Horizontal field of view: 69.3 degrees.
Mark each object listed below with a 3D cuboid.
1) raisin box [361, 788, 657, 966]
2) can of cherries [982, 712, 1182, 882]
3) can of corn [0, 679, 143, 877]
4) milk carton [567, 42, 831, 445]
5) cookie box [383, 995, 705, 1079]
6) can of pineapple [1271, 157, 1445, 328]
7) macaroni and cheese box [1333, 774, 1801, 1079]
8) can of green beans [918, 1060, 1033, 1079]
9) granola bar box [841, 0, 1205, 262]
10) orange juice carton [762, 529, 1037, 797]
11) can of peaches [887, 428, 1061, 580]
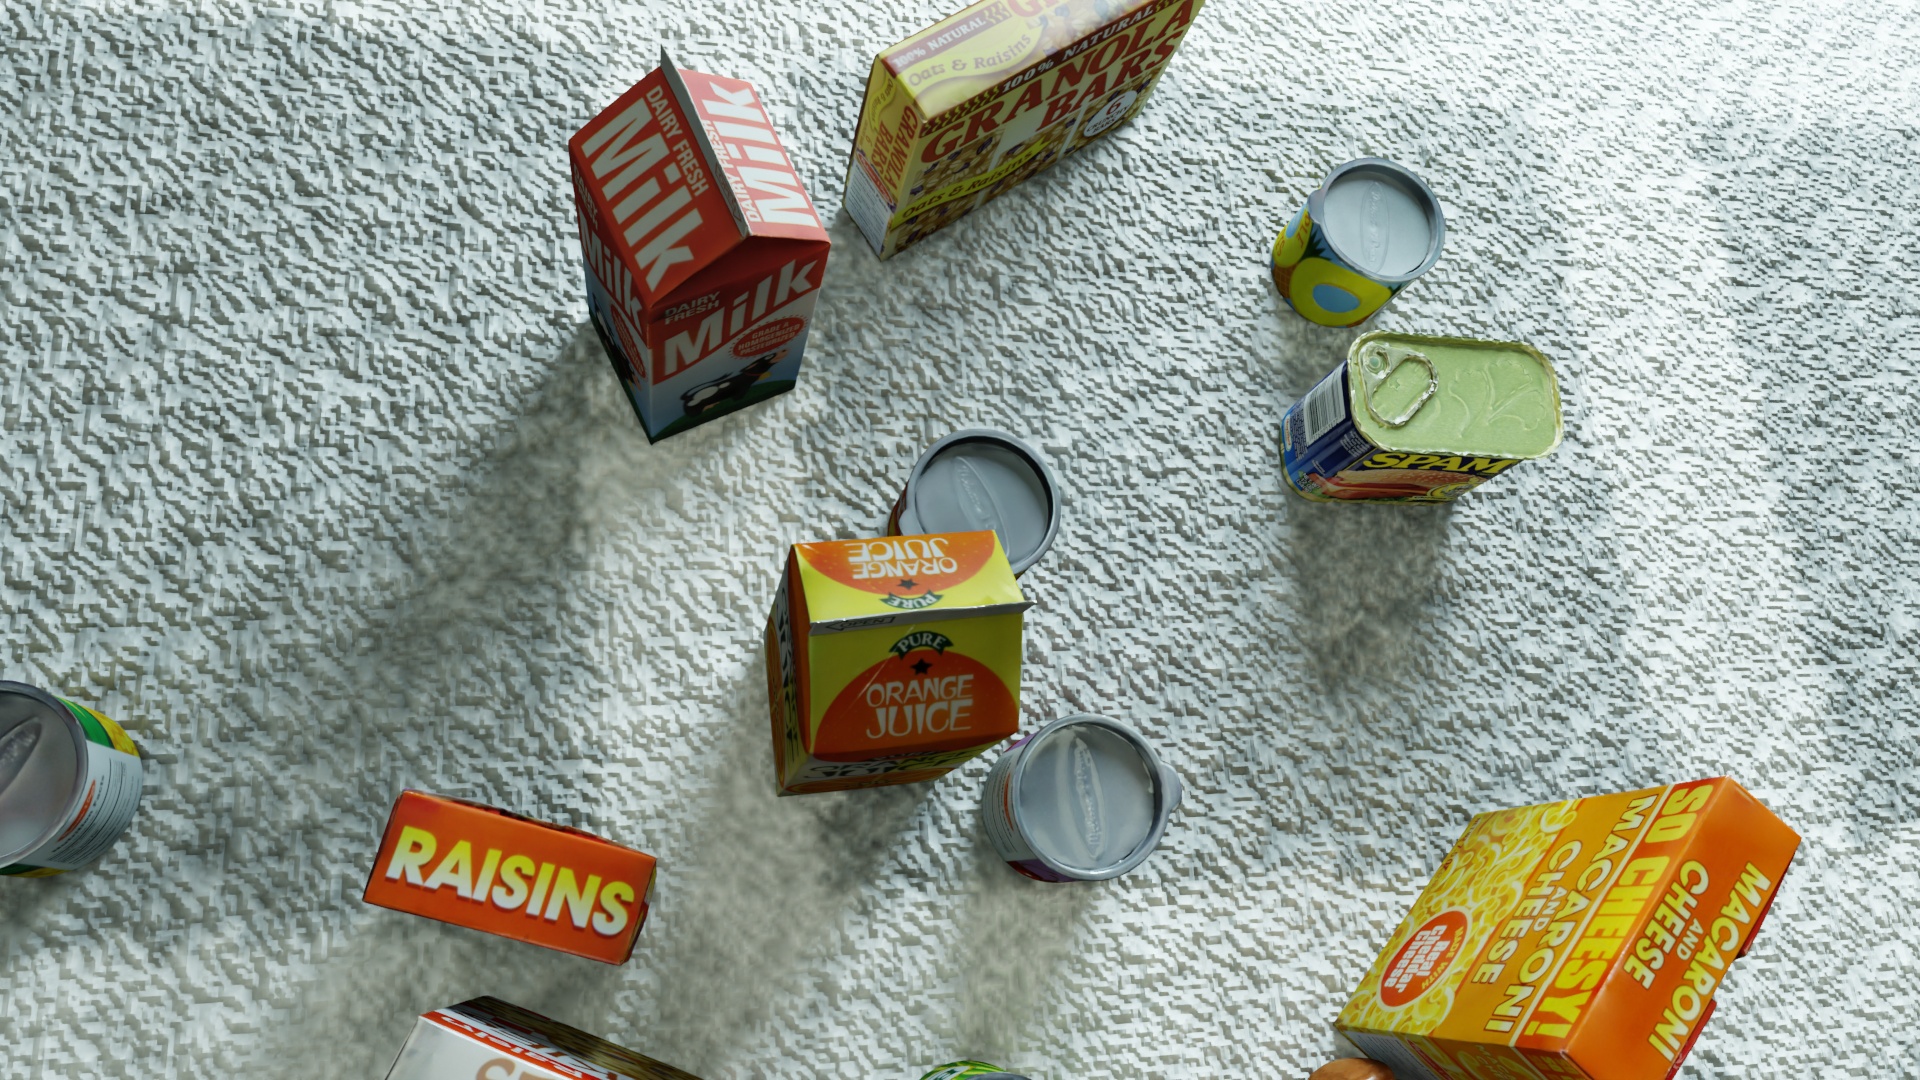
[{"bbox_3d":[-0.154,0.123,0.497,0.086,0.123,0.040,17,72,-7],"label":"raisin box"},{"bbox_3d":[0.049,0.109,0.579,0.071,0.058,0.071,3,73,-11],"label":"can of cherries"},{"bbox_3d":[-0.343,0.086,0.502,0.071,0.058,0.071,3,73,-11],"label":"can of corn"},{"bbox_3d":[-0.102,-0.110,0.541,0.073,0.190,0.072,-24,81,-17],"label":"milk carton"},{"bbox_3d":[-0.119,0.195,0.460,0.123,0.167,0.040,24,71,-4],"label":"cookie box"},{"bbox_3d":[0.193,-0.146,0.685,0.071,0.057,0.071,3,73,-11],"label":"can of pineapple"},{"bbox_3d":[0.231,0.158,0.546,0.040,0.166,0.124,42,70,2],"label":"macaroni and cheese box"},{"bbox_3d":[0.008,0.236,0.533,0.071,0.057,0.071,3,73,-11],"label":"can of green beans"},{"bbox_3d":[0.028,-0.206,0.633,0.166,0.124,0.039,-34,84,-19],"label":"granola bar box"},{"bbox_3d":[-0.029,0.047,0.510,0.072,0.192,0.073,-4,75,-13],"label":"orange juice carton"},{"bbox_3d":[0.002,-0.008,0.604,0.071,0.058,0.071,3,73,-11],"label":"can of peaches"}]
